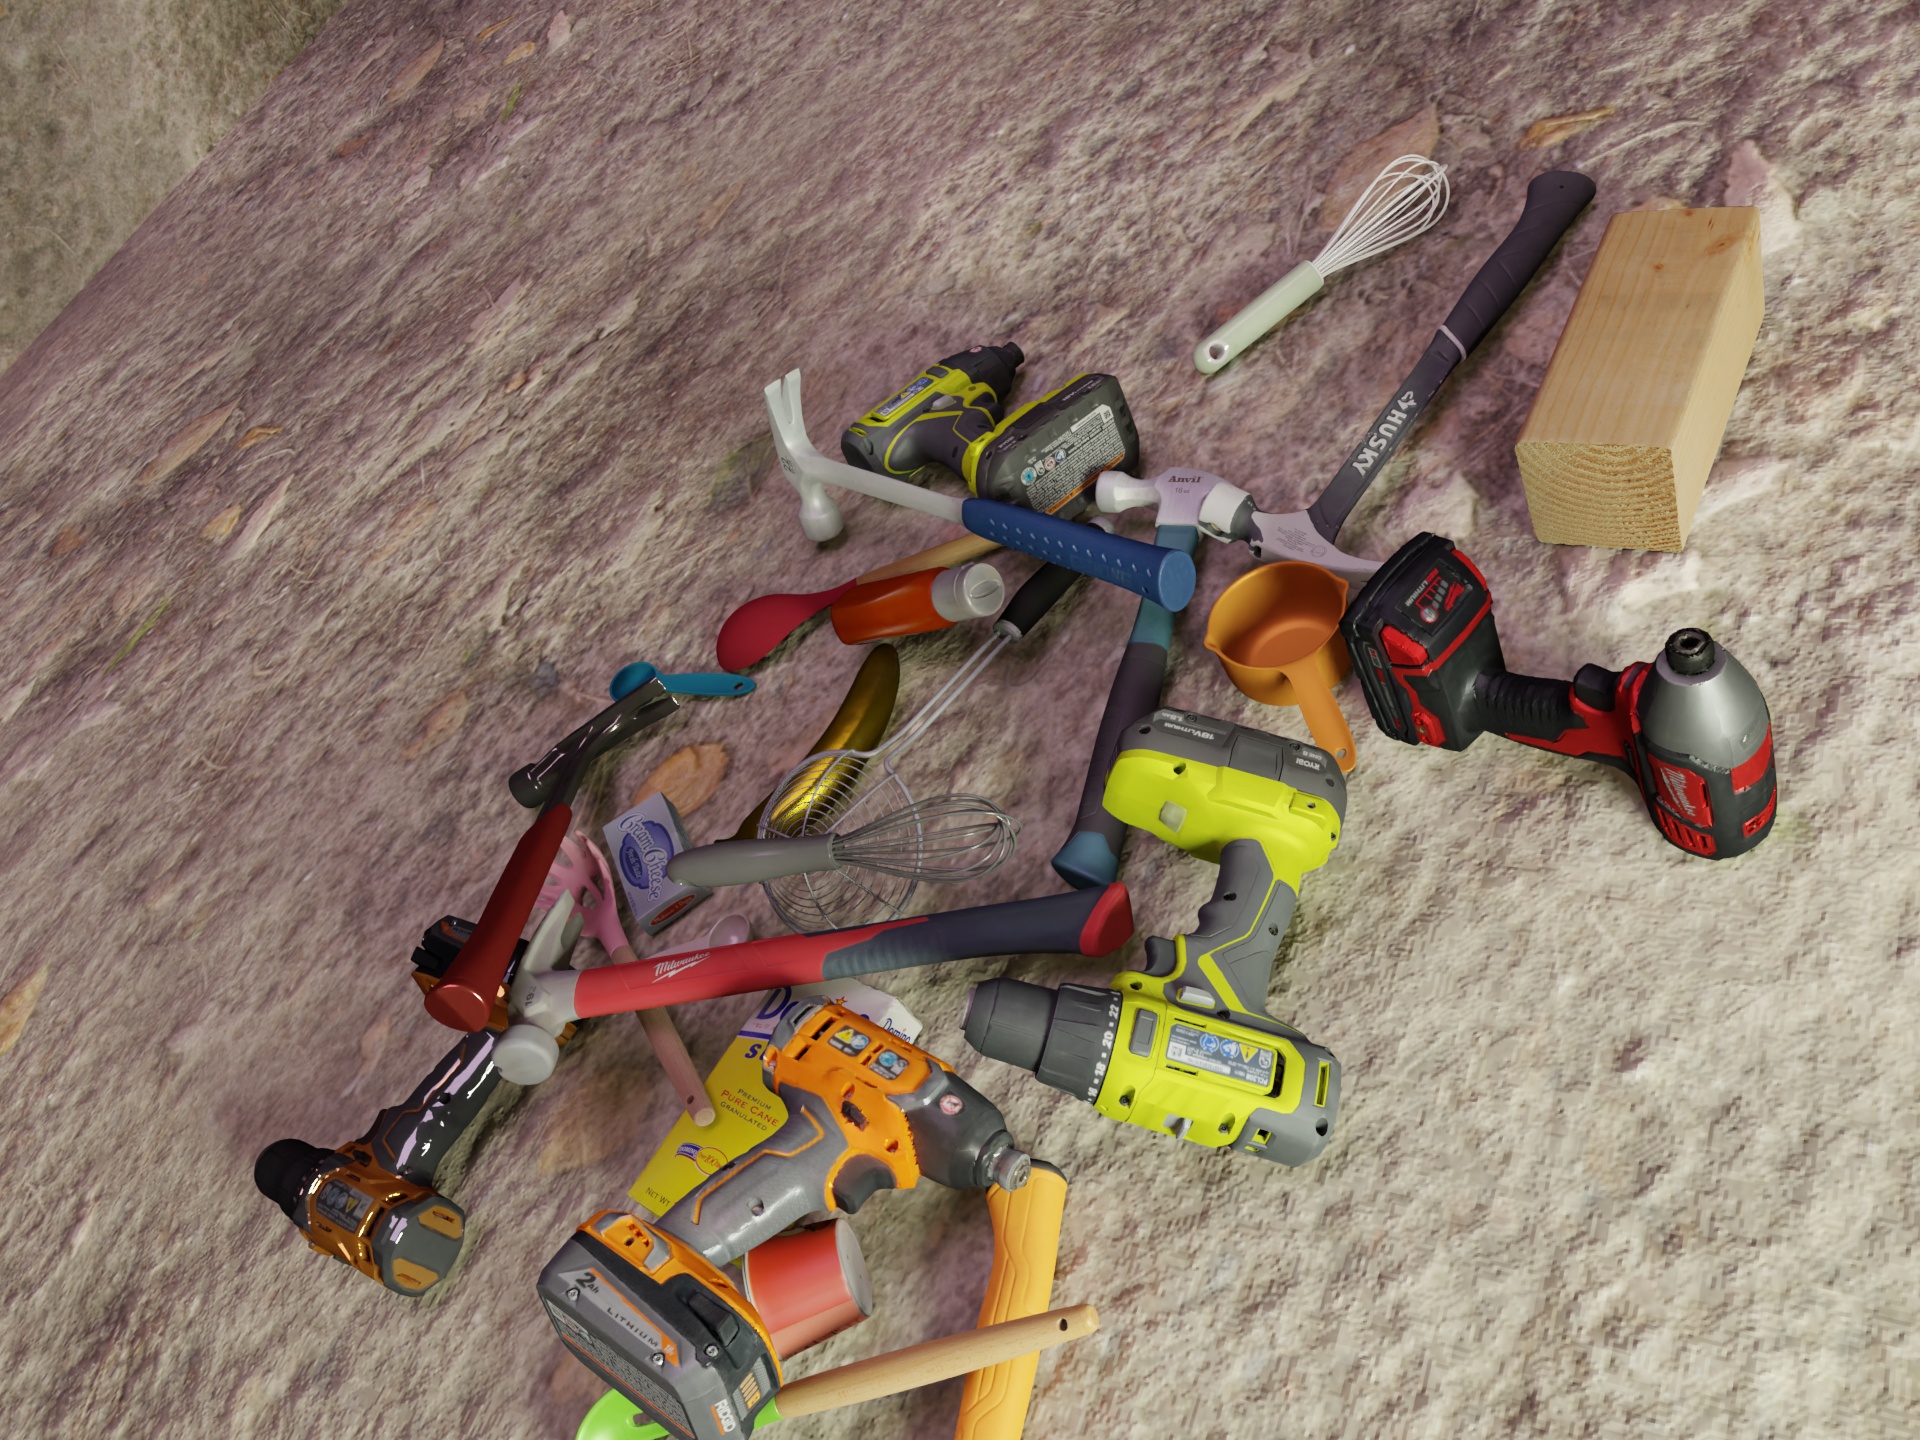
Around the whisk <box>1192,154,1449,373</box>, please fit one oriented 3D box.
[{"bbox_3d":[0.277,-0.349,1.223,0.246,0.057,0.059,-39,10,0],"label":"whisk"}]

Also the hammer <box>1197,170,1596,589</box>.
[{"bbox_3d":[0.332,-0.244,1.088,0.149,0.036,0.409,30,67,23],"label":"hammer"}]

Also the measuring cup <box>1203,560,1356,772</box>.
[{"bbox_3d":[0.212,-0.021,0.972,0.095,0.052,0.174,-24,47,11],"label":"measuring cup"}]

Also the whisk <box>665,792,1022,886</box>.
[{"bbox_3d":[-0.076,0.080,0.973,0.239,0.055,0.055,-8,50,21],"label":"whisk"}]

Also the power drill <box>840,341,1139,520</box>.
[{"bbox_3d":[0.028,-0.228,1.229,0.171,0.080,0.223,-39,37,-15],"label":"power drill"}]

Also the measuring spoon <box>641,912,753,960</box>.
[{"bbox_3d":[-0.189,0.165,1.078,0.124,0.018,0.034,-25,45,20],"label":"measuring spoon"}]

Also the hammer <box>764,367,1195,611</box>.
[{"bbox_3d":[-0.002,-0.152,1.125,0.035,0.143,0.406,-39,41,-26],"label":"hammer"}]

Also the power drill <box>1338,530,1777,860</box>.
[{"bbox_3d":[0.318,-0.018,0.844,0.078,0.143,0.220,-46,43,-15],"label":"power drill"}]

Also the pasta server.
[{"bbox_3d":[-0.222,0.165,1.047,0.060,0.040,0.316,-49,36,1],"label":"pasta server"}]

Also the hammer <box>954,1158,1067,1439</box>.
[{"bbox_3d":[0.013,0.375,0.763,0.127,0.034,0.337,-6,51,27],"label":"hammer"}]

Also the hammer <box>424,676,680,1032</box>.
[{"bbox_3d":[-0.283,0.087,1.081,0.149,0.036,0.359,-32,21,13],"label":"hammer"}]

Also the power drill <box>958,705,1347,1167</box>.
[{"bbox_3d":[0.114,0.110,0.856,0.190,0.080,0.229,16,55,3],"label":"power drill"}]

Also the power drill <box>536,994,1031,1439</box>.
[{"bbox_3d":[-0.080,0.251,0.810,0.164,0.084,0.226,21,46,32],"label":"power drill"}]

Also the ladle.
[{"bbox_3d":[-0.053,-0.110,1.222,0.315,0.031,0.069,-19,45,13],"label":"ladle"}]

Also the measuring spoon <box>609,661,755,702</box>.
[{"bbox_3d":[-0.216,-0.023,1.253,0.128,0.021,0.042,2,53,20],"label":"measuring spoon"}]

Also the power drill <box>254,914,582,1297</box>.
[{"bbox_3d":[-0.366,0.248,1.064,0.185,0.084,0.226,8,63,37],"label":"power drill"}]

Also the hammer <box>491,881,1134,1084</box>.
[{"bbox_3d":[-0.088,0.133,0.967,0.386,0.038,0.143,-10,34,11],"label":"hammer"}]

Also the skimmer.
[{"bbox_3d":[-0.002,-0.004,1.096,0.127,0.090,0.363,27,59,28],"label":"skimmer"}]

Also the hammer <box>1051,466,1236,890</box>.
[{"bbox_3d":[0.118,-0.035,1.043,0.128,0.033,0.331,5,58,23],"label":"hammer"}]

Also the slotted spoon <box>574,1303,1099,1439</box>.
[{"bbox_3d":[-0.069,0.344,0.811,0.314,0.031,0.070,-25,67,21],"label":"slotted spoon"}]
